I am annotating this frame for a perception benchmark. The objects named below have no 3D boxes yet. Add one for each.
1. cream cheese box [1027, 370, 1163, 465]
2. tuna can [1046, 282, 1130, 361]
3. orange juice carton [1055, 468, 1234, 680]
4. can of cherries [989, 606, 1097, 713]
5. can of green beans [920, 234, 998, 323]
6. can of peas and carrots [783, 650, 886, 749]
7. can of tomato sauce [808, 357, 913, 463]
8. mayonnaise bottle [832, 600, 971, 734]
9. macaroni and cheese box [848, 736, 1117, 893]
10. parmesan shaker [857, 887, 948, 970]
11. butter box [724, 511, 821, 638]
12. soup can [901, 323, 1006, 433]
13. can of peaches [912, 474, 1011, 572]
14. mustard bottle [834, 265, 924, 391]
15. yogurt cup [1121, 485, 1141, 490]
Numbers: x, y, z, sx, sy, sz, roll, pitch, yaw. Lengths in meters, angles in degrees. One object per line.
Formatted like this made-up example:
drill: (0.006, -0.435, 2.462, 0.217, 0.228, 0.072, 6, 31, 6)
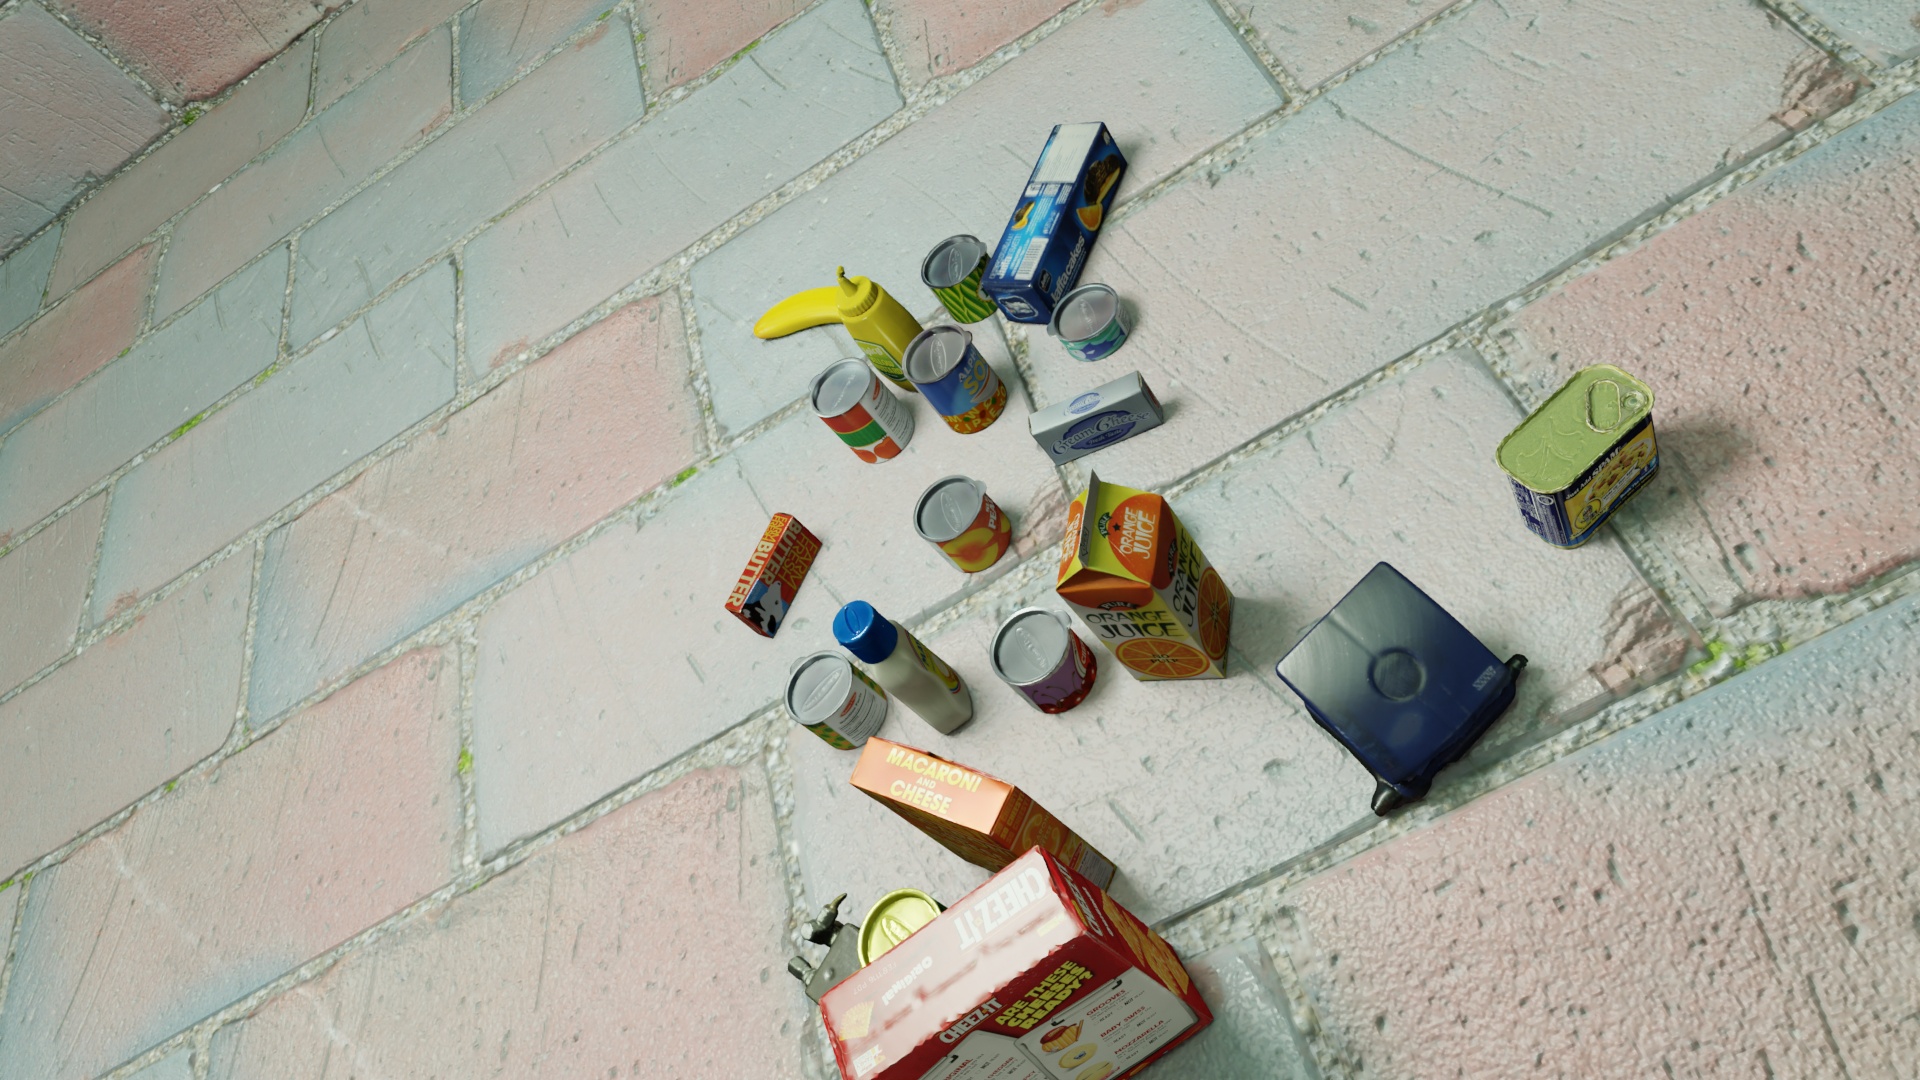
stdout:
cream cheese box: (0.115, -0.102, 1.174, 0.103, 0.053, 0.024, -21, 51, 19)
tuna can: (0.115, -0.195, 1.251, 0.071, 0.032, 0.071, -16, 53, 23)
orange juice carton: (0.126, 0.028, 0.984, 0.073, 0.192, 0.072, -5, 58, 30)
can of cherries: (0.067, 0.091, 1.069, 0.071, 0.058, 0.072, -16, 53, 23)
can of green beans: (0.004, -0.252, 1.343, 0.071, 0.057, 0.071, -16, 53, 23)
can of peas and carrots: (-0.105, 0.131, 1.150, 0.071, 0.058, 0.071, -16, 53, 23)
can of tomato sauce: (-0.093, -0.120, 1.298, 0.071, 0.083, 0.071, -16, 53, 23)
mayonnaise bottle: (-0.045, 0.095, 1.076, 0.041, 0.147, 0.065, -35, 48, 8)
macaroni and cheese box: (0.018, 0.195, 0.956, 0.124, 0.166, 0.040, 12, 68, 37)
parmesan shaker: (-0.018, 0.290, 0.958, 0.071, 0.103, 0.071, -16, 53, 23)
butter box: (-0.170, 0.031, 1.264, 0.024, 0.053, 0.104, 11, 67, 37)
soup can: (-0.002, -0.146, 1.258, 0.071, 0.083, 0.072, -16, 53, 23)
can of peaches: (0.004, -0.015, 1.182, 0.071, 0.058, 0.071, -16, 53, 23)
mustard bottle: (-0.076, -0.200, 1.289, 0.065, 0.160, 0.049, 17, 71, 39)
yogurt cup: (0.130, -0.002, 1.096, 0.072, 0.053, 0.073, -16, 53, 23)
